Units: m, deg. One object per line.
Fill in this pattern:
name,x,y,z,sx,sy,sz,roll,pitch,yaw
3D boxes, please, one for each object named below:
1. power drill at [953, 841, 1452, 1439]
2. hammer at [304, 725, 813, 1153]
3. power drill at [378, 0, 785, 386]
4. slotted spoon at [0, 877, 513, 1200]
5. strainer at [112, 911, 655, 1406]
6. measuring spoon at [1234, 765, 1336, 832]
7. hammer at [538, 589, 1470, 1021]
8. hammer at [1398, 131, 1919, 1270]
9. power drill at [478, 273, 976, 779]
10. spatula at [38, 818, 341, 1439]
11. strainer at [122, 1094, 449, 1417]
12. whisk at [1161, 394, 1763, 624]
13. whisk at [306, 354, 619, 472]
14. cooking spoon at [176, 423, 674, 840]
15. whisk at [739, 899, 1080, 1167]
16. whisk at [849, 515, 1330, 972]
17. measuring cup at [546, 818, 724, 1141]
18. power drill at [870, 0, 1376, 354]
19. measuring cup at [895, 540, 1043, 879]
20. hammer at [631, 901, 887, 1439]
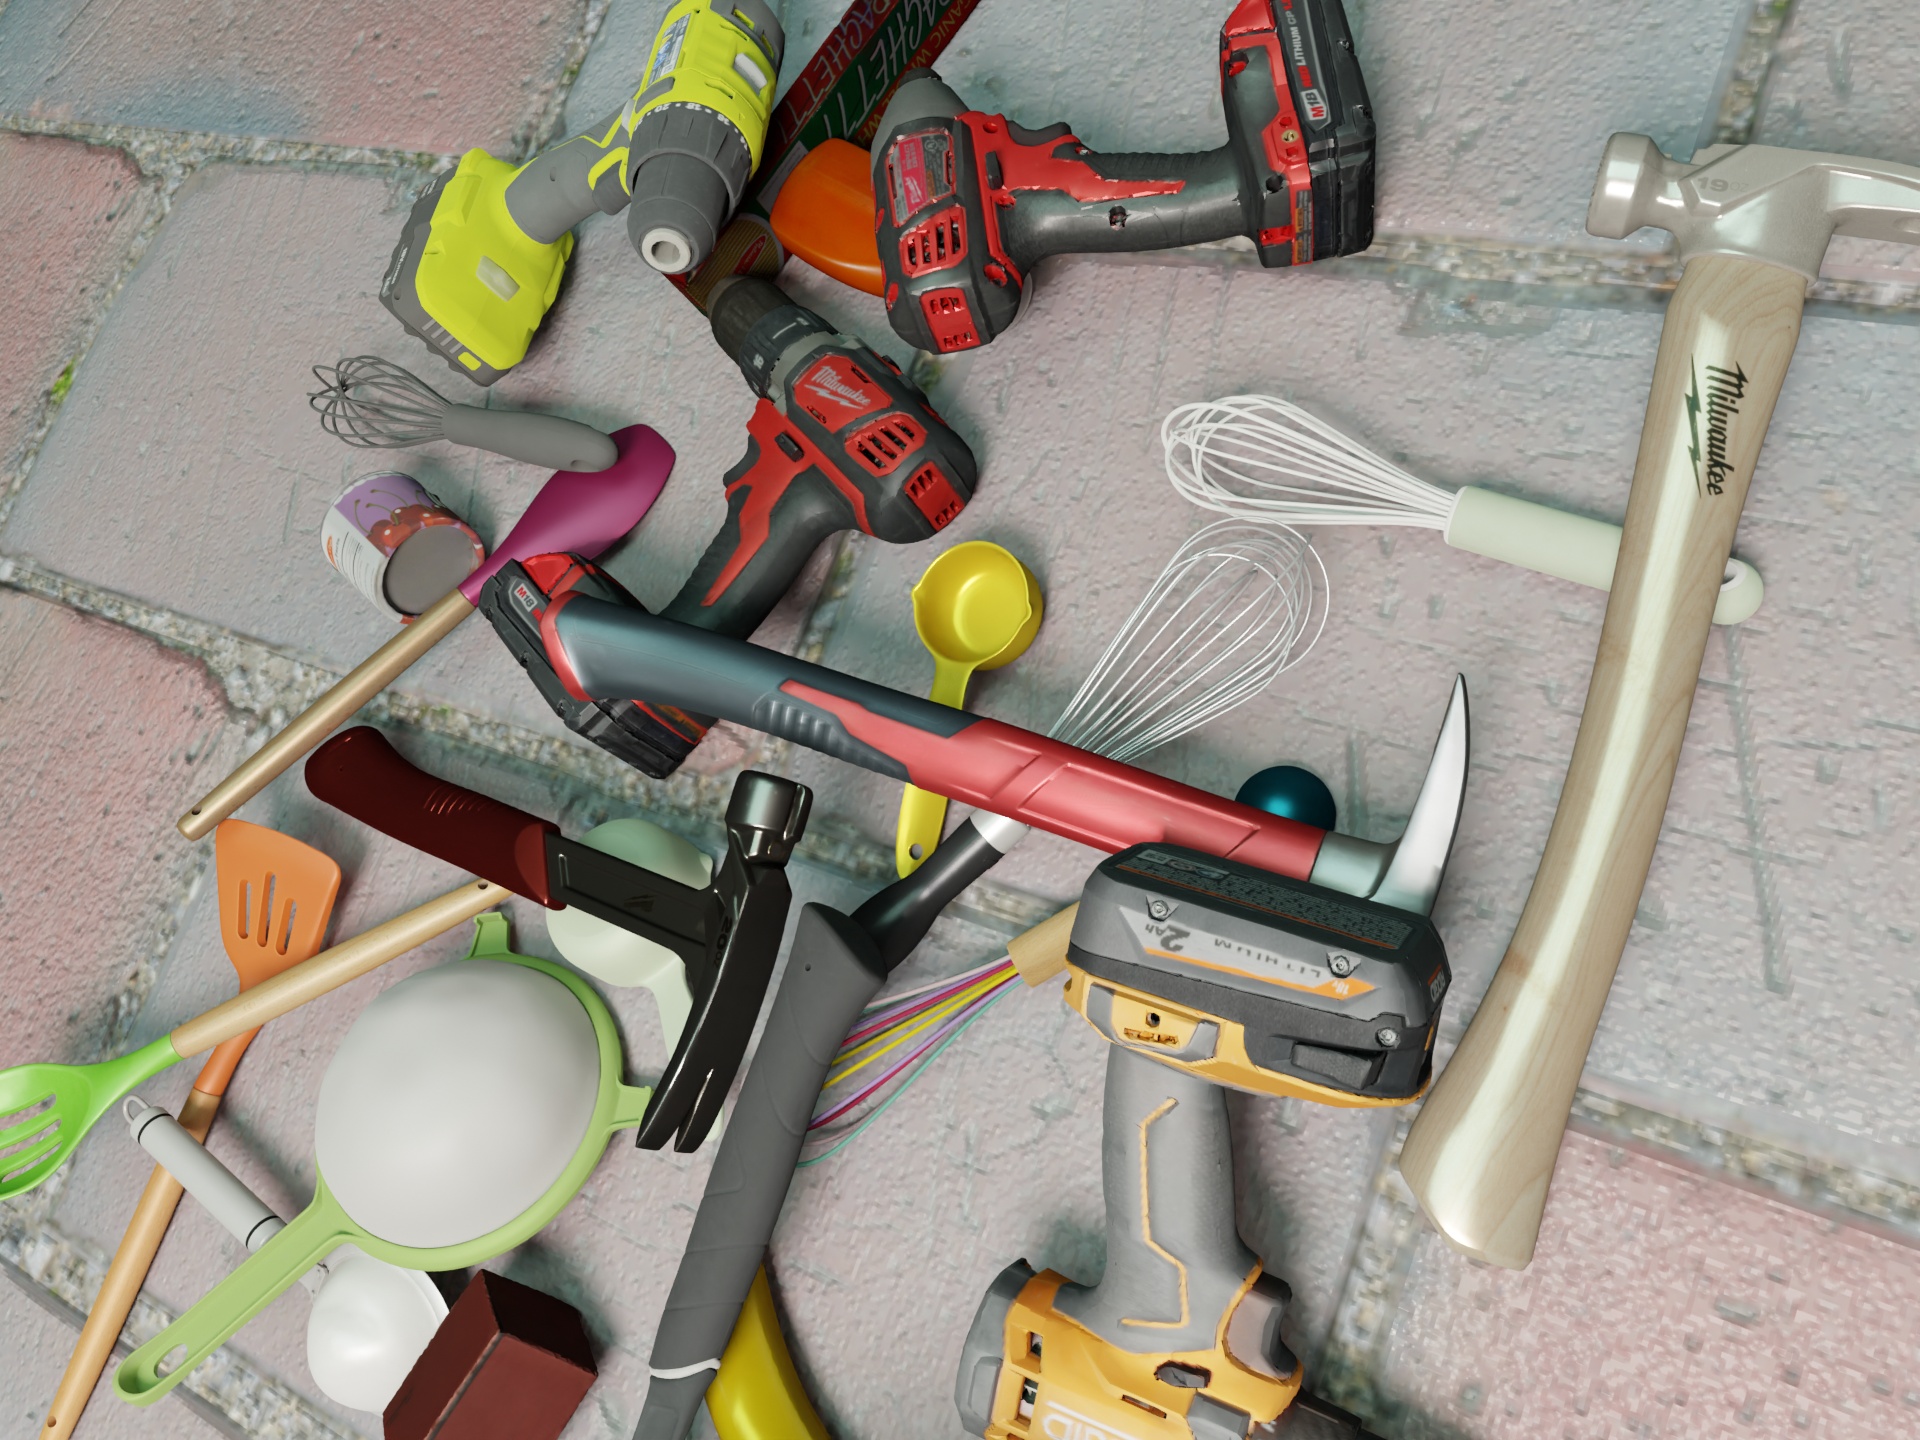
power drill,0.104,0.173,0.535,0.185,0.084,0.226,15,102,23
hammer,-0.209,0.067,0.726,0.359,0.036,0.149,13,82,43
power drill,-0.194,-0.266,0.825,0.228,0.080,0.191,-21,47,31
slotted spoon,-0.361,0.150,0.784,0.314,0.031,0.070,-27,58,-3
strainer,-0.271,0.195,0.697,0.256,0.069,0.152,-41,56,-15
measuring spoon,0.136,0.075,0.619,0.042,0.021,0.129,-21,64,17
hammer,0.001,-0.002,0.636,0.386,0.038,0.143,18,95,19
hammer,0.251,-0.007,0.565,0.146,0.038,0.411,16,86,19
power drill,-0.123,-0.105,0.778,0.226,0.080,0.188,-44,60,1
spatula,-0.400,0.211,0.809,0.081,0.041,0.323,18,81,17
strainer,-0.319,0.248,0.742,0.259,0.050,0.087,28,108,26
whisk,0.192,-0.084,0.640,0.246,0.059,0.058,21,65,25
whisk,-0.278,-0.167,0.880,0.239,0.055,0.055,16,79,30
cooking spoon,-0.278,-0.048,0.832,0.319,0.017,0.069,-42,59,-8
whisk,0.006,0.114,0.655,0.245,0.047,0.051,-31,60,8
whisk,0.040,0.021,0.667,0.284,0.070,0.070,-44,59,10
measuring cup,-0.141,0.113,0.710,0.083,0.038,0.168,-36,49,9
power drill,0.066,-0.255,0.718,0.219,0.078,0.143,-11,67,9
measuring cup,-0.001,-0.002,0.717,0.062,0.029,0.156,12,89,28
hammer,-0.116,0.268,0.619,0.149,0.036,0.409,18,88,39
